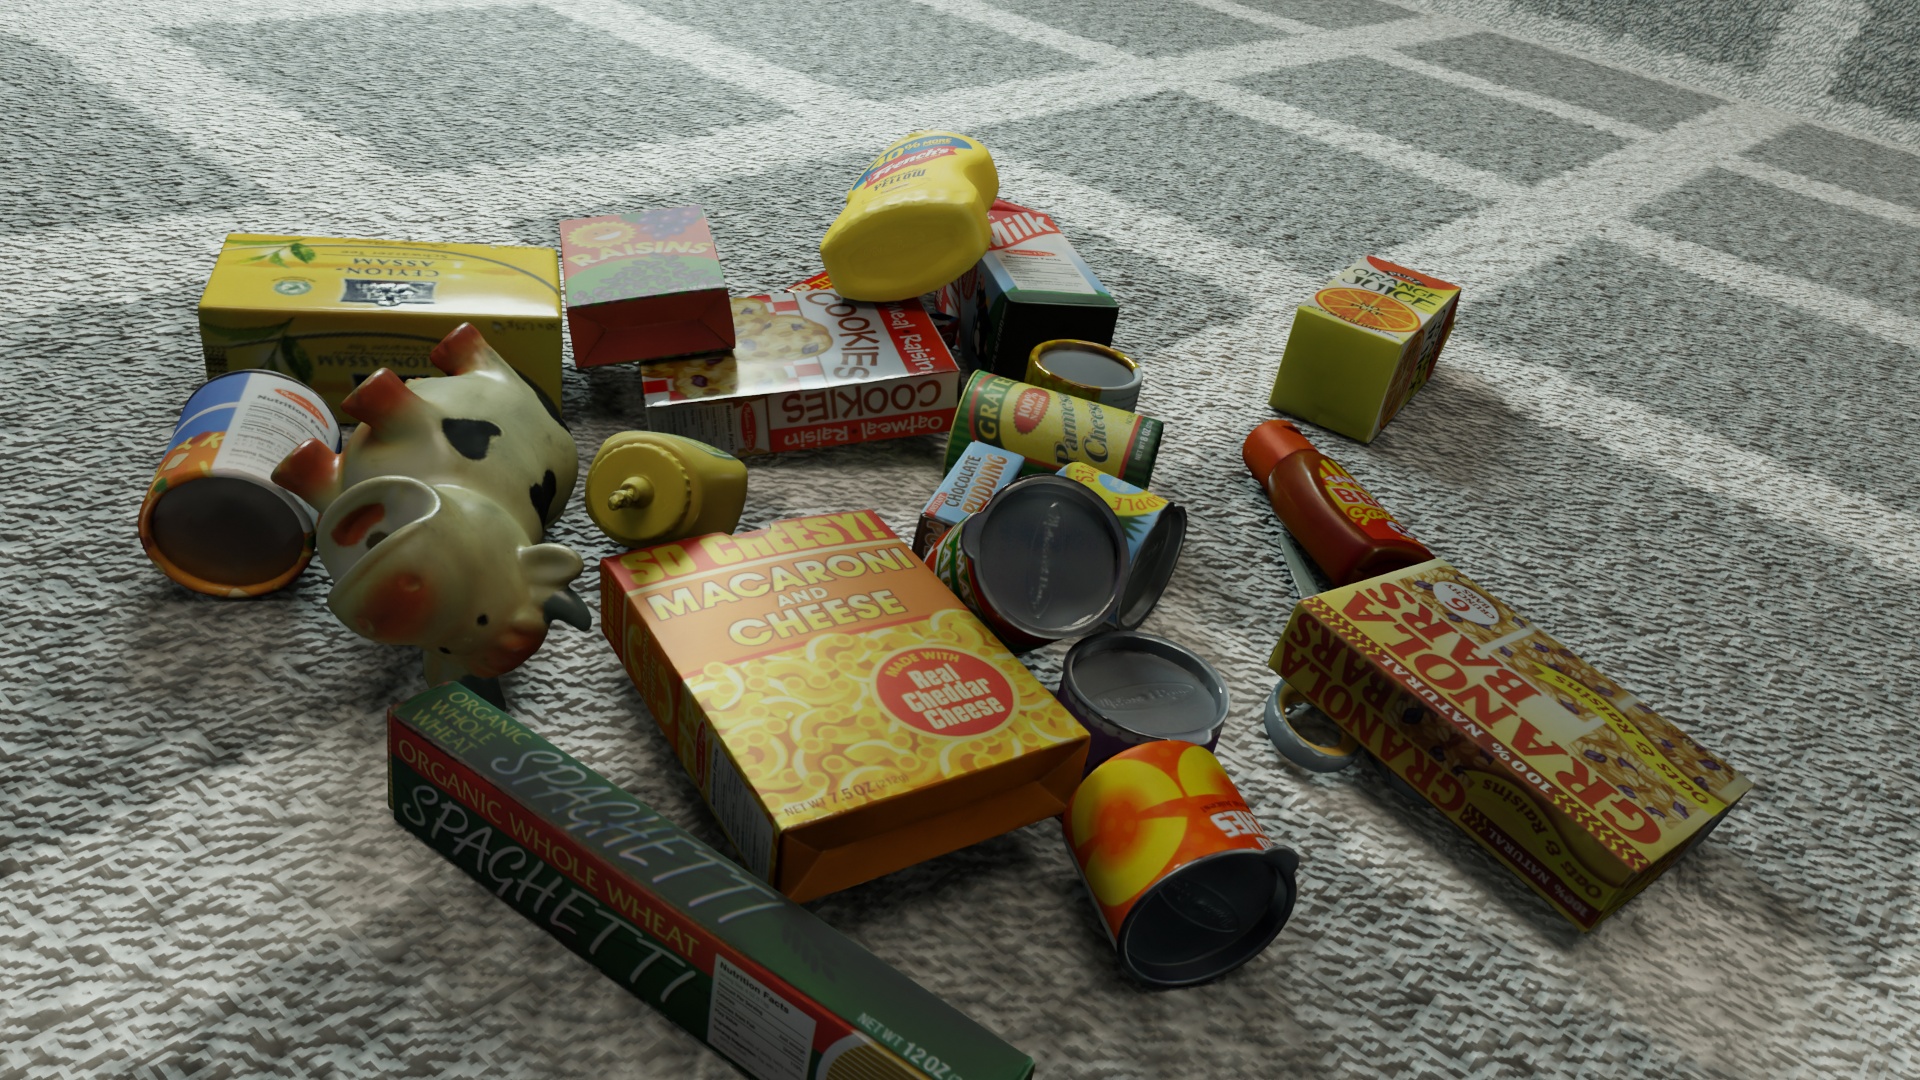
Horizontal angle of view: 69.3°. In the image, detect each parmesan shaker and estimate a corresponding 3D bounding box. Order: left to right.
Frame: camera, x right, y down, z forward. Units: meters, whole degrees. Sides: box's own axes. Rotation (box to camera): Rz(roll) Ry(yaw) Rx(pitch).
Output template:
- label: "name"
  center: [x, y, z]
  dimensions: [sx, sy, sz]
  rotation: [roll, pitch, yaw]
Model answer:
- label: "parmesan shaker"
  center: [0.050, -0.047, 0.735]
  dimensions: [0.103, 0.071, 0.072]
  rotation: [16, 32, 8]

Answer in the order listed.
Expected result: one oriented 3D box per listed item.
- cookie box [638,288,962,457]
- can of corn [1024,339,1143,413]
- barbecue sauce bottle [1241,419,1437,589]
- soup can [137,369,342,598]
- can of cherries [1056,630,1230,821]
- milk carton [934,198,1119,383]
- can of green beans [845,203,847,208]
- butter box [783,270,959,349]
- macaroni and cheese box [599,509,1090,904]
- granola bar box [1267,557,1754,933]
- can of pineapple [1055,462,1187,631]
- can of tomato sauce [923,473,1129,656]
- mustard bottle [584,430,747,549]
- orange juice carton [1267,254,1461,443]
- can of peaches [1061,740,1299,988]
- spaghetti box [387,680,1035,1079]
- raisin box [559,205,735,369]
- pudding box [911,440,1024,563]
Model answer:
- label: "cookie box"
  center: [-0.094, -0.096, 0.779]
  dimensions: [0.168, 0.040, 0.123]
  rotation: [-8, 35, -13]
- label: "can of corn"
  center: [0.064, -0.077, 0.795]
  dimensions: [0.071, 0.058, 0.071]
  rotation: [8, 32, -5]
- label: "barbecue sauce bottle"
  center: [0.198, -0.016, 0.749]
  dimensions: [0.065, 0.043, 0.149]
  rotation: [19, 25, -27]
- label: "soup can"
  center: [-0.308, -0.023, 0.596]
  dimensions: [0.071, 0.071, 0.084]
  rotation: [0, 34, -16]
- label: "can of cherries"
  center: [0.068, 0.080, 0.549]
  dimensions: [0.071, 0.058, 0.072]
  rotation: [9, 31, -5]
- label: "milk carton"
  center: [0.033, -0.164, 0.913]
  dimensions: [0.073, 0.072, 0.191]
  rotation: [0, 34, -17]
- label: "can of green beans"
  center: [-0.043, -0.221, 0.984]
  dimensions: [0.071, 0.071, 0.058]
  rotation: [-2, 34, -20]
- label: "butter box"
  center: [-0.059, -0.142, 0.895]
  dimensions: [0.103, 0.024, 0.053]
  rotation: [23, 33, 18]
- label: "macaroni and cheese box"
  center: [-0.049, 0.052, 0.527]
  dimensions: [0.124, 0.040, 0.167]
  rotation: [-12, 38, -31]
- label: "granola bar box"
  center: [0.232, 0.079, 0.595]
  dimensions: [0.124, 0.038, 0.166]
  rotation: [-11, 43, -42]
- label: "can of pineapple"
  center: [0.068, 0.001, 0.663]
  dimensions: [0.058, 0.070, 0.071]
  rotation: [26, 35, 23]
- label: "can of tomato sauce"
  center: [0.022, 0.014, 0.583]
  dimensions: [0.071, 0.071, 0.083]
  rotation: [4, -13, -16]
- label: "mustard bottle"
  center: [-0.129, -0.022, 0.598]
  dimensions: [0.065, 0.049, 0.160]
  rotation: [15, 2, -5]
- label: "orange juice carton"
  center: [0.284, -0.139, 0.946]
  dimensions: [0.072, 0.072, 0.193]
  rotation: [25, 34, 22]
- label: "can of peaches"
  center: [0.077, 0.112, 0.490]
  dimensions: [0.071, 0.071, 0.058]
  rotation: [-2, 33, -19]
- label: "spaghetti box"
  center: [-0.091, 0.122, 0.442]
  dimensions: [0.250, 0.050, 0.029]
  rotation: [26, 33, 24]
- label: "raisin box"
  center: [-0.176, -0.144, 0.775]
  dimensions: [0.086, 0.039, 0.124]
  rotation: [-10, 36, -11]
- label: "pudding box"
  center: [0.002, -0.008, 0.677]
  dimensions: [0.030, 0.049, 0.084]
  rotation: [19, 32, 10]
